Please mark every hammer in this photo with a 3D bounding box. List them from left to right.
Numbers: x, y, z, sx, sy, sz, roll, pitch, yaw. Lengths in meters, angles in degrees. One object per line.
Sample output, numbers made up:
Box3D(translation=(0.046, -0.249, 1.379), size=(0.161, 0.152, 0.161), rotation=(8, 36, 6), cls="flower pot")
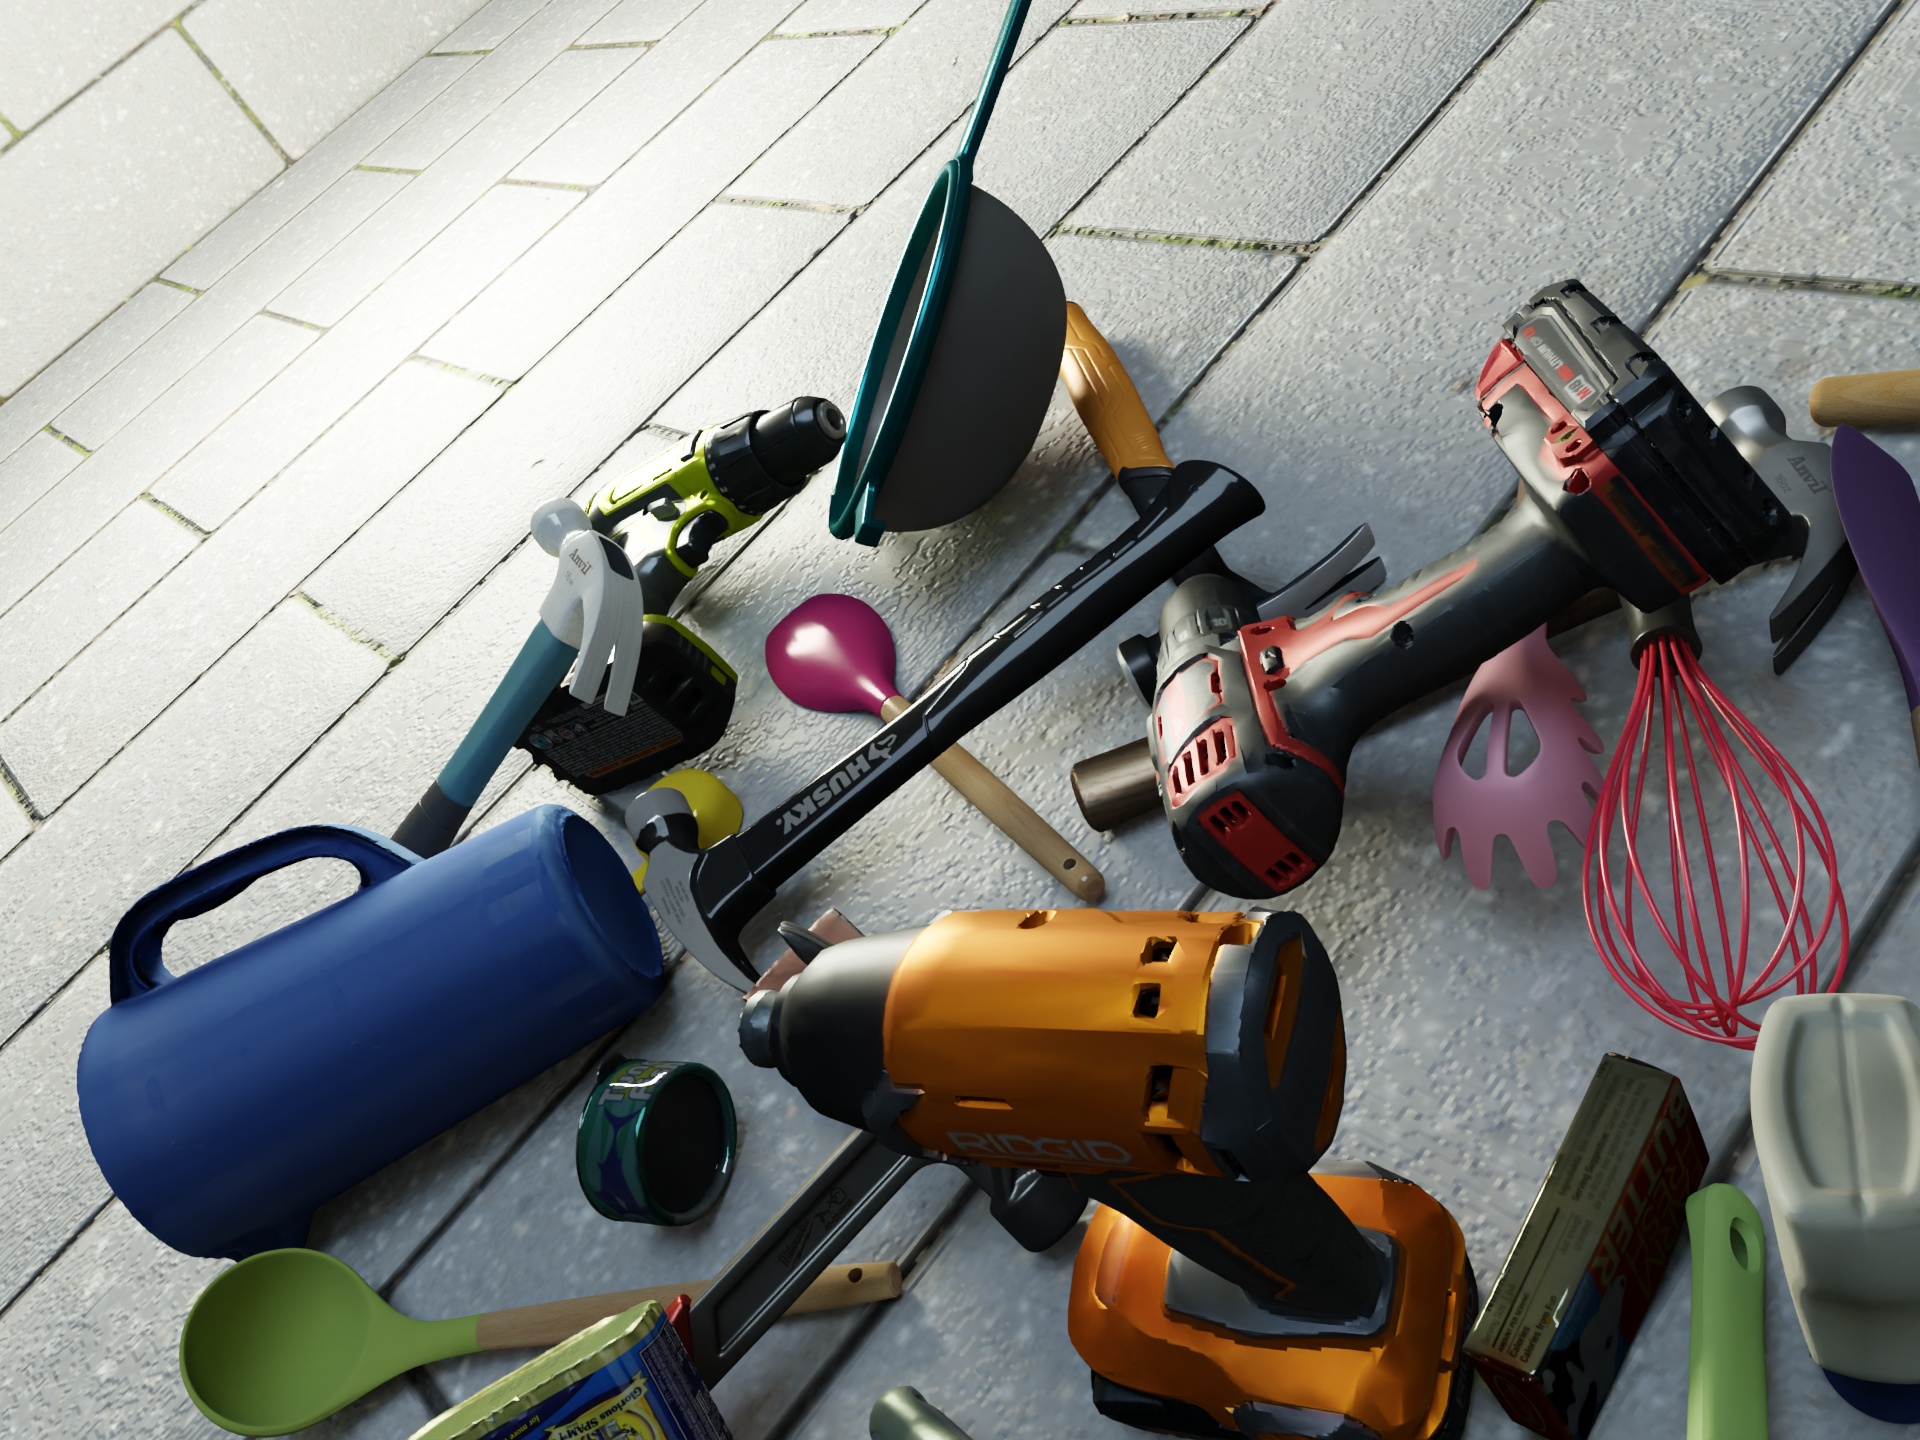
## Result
Box3D(translation=(-0.268, 0.047, 0.821), size=(0.331, 0.033, 0.128), rotation=(-54, 46, 9), cls="hammer")
Box3D(translation=(-0.128, 0.245, 0.559), size=(0.359, 0.149, 0.036), rotation=(-46, 0, -5), cls="hammer")
Box3D(translation=(-0.001, -0.002, 0.727), size=(0.335, 0.035, 0.146), rotation=(-38, 51, 4), cls="hammer")
Box3D(translation=(0.101, -0.142, 0.840), size=(0.127, 0.034, 0.337), rotation=(-29, 40, 9), cls="hammer")
Box3D(translation=(0.201, -0.028, 0.659), size=(0.331, 0.031, 0.130), rotation=(-24, 40, 13), cls="hammer")

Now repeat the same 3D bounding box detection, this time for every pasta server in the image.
Box3D(translation=(0.231, -0.068, 0.636), size=(0.060, 0.040, 0.316), rotation=(-6, 43, 31), cls="pasta server")

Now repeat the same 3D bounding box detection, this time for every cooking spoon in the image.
Box3D(translation=(-0.021, 0.004, 0.790), size=(0.069, 0.017, 0.319), rotation=(-42, 40, -7), cls="cooking spoon")

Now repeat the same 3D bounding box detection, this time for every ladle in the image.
Box3D(translation=(-0.175, 0.237, 0.637), size=(0.320, 0.062, 0.078), rotation=(-14, 44, 19), cls="ladle")

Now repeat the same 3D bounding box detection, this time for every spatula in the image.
Box3D(translation=(0.325, 0.017, 0.524), size=(0.018, 0.059, 0.316), rotation=(-40, 31, 48), cls="spatula")

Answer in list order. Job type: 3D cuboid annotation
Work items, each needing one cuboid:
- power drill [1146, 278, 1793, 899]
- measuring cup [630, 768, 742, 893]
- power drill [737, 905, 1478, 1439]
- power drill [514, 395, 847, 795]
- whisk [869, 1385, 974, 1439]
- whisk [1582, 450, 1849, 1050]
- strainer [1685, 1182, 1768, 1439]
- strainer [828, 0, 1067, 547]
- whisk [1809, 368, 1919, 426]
Box3D(translation=(0.161, -0.053, 0.590), size=(0.226, 0.080, 0.188), rotation=(-41, 22, 23), cls="power drill")
Box3D(translation=(-0.181, 0.082, 0.812), size=(0.156, 0.029, 0.062), rotation=(-40, 40, -10), cls="measuring cup")
Box3D(translation=(0.047, 0.131, 0.452), size=(0.164, 0.226, 0.084), rotation=(-5, 48, 32), cls="power drill")
Box3D(translation=(-0.159, -0.083, 0.908), size=(0.190, 0.080, 0.229), rotation=(-20, 41, 34), cls="power drill")
Box3D(translation=(0.032, 0.242, 0.448), size=(0.059, 0.057, 0.246), rotation=(-43, 19, -20), cls="whisk")
Box3D(translation=(0.243, -0.011, 0.544), size=(0.073, 0.073, 0.296), rotation=(-12, 38, 25), cls="whisk")
Box3D(translation=(0.169, 0.224, 0.395), size=(0.069, 0.151, 0.256), rotation=(-46, 6, 40), cls="strainer")
Box3D(translation=(0.024, -0.247, 0.861), size=(0.211, 0.095, 0.340), rotation=(-119, 48, -74), cls="strainer")
Box3D(translation=(0.449, -0.125, 0.584), size=(0.245, 0.051, 0.047), rotation=(4, 32, 42), cls="whisk")
